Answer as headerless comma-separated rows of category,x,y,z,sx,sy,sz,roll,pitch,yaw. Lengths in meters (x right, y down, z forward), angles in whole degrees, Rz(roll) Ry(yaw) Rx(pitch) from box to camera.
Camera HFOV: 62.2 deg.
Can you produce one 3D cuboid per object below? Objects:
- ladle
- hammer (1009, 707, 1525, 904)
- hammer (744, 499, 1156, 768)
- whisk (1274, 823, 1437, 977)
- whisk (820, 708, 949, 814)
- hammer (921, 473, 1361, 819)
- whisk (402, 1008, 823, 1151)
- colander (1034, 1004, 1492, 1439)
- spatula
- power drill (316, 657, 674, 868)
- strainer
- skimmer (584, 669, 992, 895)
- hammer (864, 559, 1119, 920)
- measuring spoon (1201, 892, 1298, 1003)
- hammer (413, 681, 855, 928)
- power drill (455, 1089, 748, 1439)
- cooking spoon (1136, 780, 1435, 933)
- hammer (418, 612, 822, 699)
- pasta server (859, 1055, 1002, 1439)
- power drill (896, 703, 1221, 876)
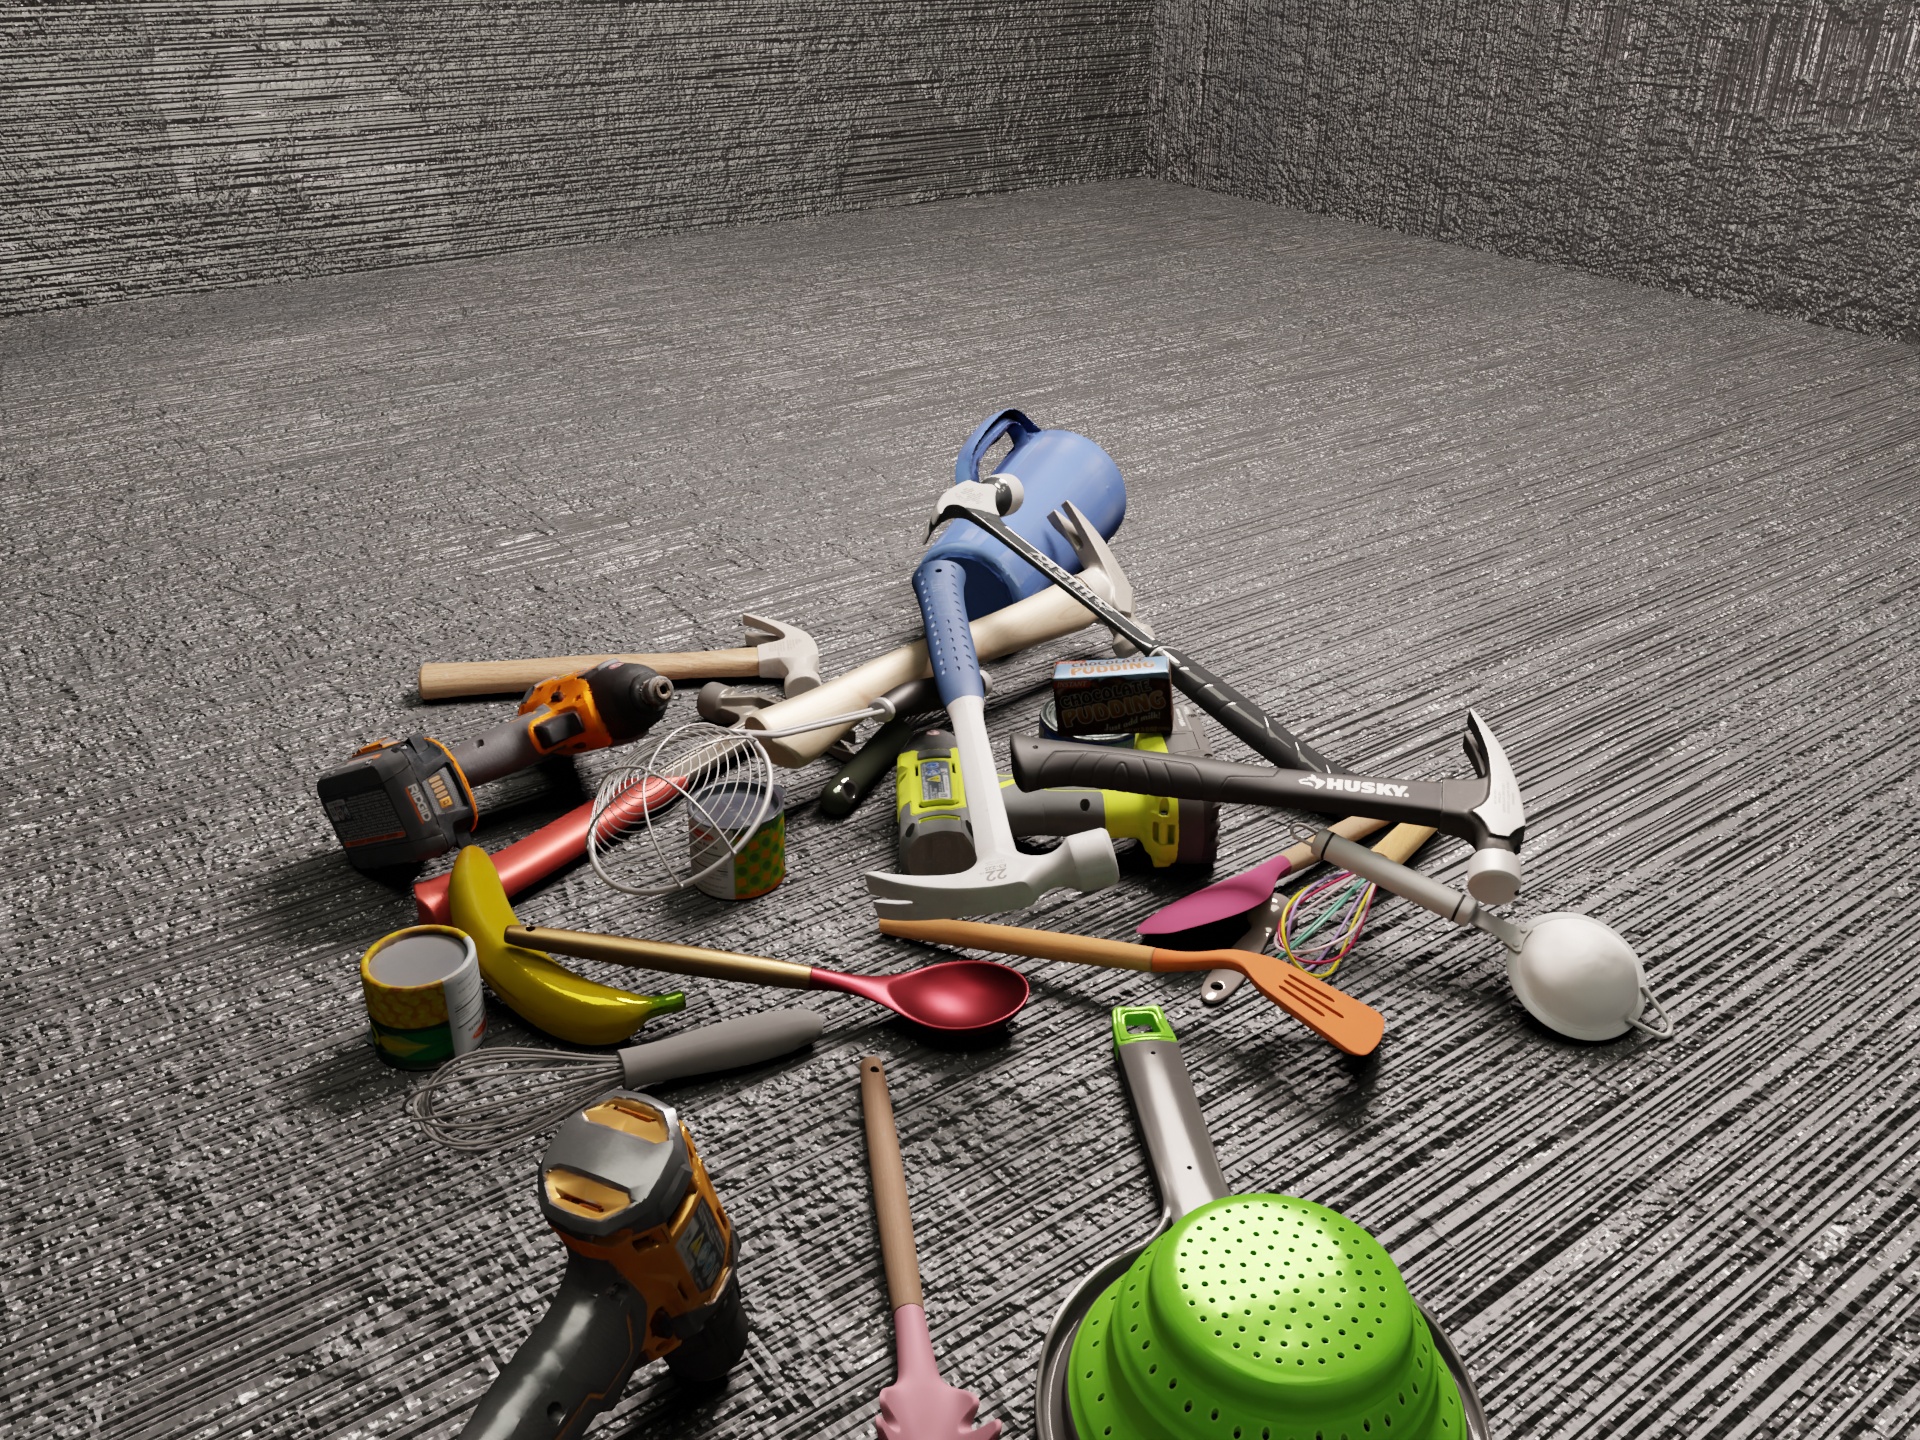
ladle,-0.116,0.151,0.956,0.315,0.031,0.069,9,26,-3
hammer,0.195,0.039,1.048,0.335,0.035,0.146,6,43,12
hammer,-0.009,-0.064,1.268,0.410,0.146,0.038,-25,-7,-41
whisk,0.275,0.111,1.080,0.047,0.051,0.245,39,38,19
whisk,-0.046,0.005,1.260,0.059,0.057,0.246,-23,16,36
hammer,0.141,-0.060,1.229,0.409,0.036,0.149,39,30,16
whisk,-0.190,0.195,0.898,0.239,0.055,0.055,-9,30,-24
colander,0.127,0.239,0.770,0.204,0.094,0.397,-2,29,-6
spatula,0.096,0.154,0.984,0.323,0.041,0.081,5,9,23
power drill,-0.315,0.020,1.124,0.164,0.084,0.226,-11,15,45
strainer,0.323,0.123,0.996,0.258,0.050,0.087,26,57,23
skimmer,-0.097,0.031,1.098,0.127,0.090,0.363,15,19,35
hammer,-0.002,-0.003,1.074,0.144,0.035,0.406,-13,32,1
measuring spoon,0.186,0.144,1.029,0.034,0.018,0.124,17,33,27
hammer,-0.236,0.064,1.147,0.149,0.036,0.359,18,32,29
power drill,-0.158,0.287,0.635,0.084,0.185,0.226,12,49,20
cooking spoon,0.240,0.093,1.110,0.319,0.017,0.069,-19,5,-38
hammer,-0.287,-0.045,1.351,0.331,0.031,0.130,-4,29,-8
pasta server,-0.027,0.265,0.780,0.060,0.040,0.316,8,25,-13
power drill,0.065,0.047,1.147,0.223,0.080,0.171,-3,29,-2
